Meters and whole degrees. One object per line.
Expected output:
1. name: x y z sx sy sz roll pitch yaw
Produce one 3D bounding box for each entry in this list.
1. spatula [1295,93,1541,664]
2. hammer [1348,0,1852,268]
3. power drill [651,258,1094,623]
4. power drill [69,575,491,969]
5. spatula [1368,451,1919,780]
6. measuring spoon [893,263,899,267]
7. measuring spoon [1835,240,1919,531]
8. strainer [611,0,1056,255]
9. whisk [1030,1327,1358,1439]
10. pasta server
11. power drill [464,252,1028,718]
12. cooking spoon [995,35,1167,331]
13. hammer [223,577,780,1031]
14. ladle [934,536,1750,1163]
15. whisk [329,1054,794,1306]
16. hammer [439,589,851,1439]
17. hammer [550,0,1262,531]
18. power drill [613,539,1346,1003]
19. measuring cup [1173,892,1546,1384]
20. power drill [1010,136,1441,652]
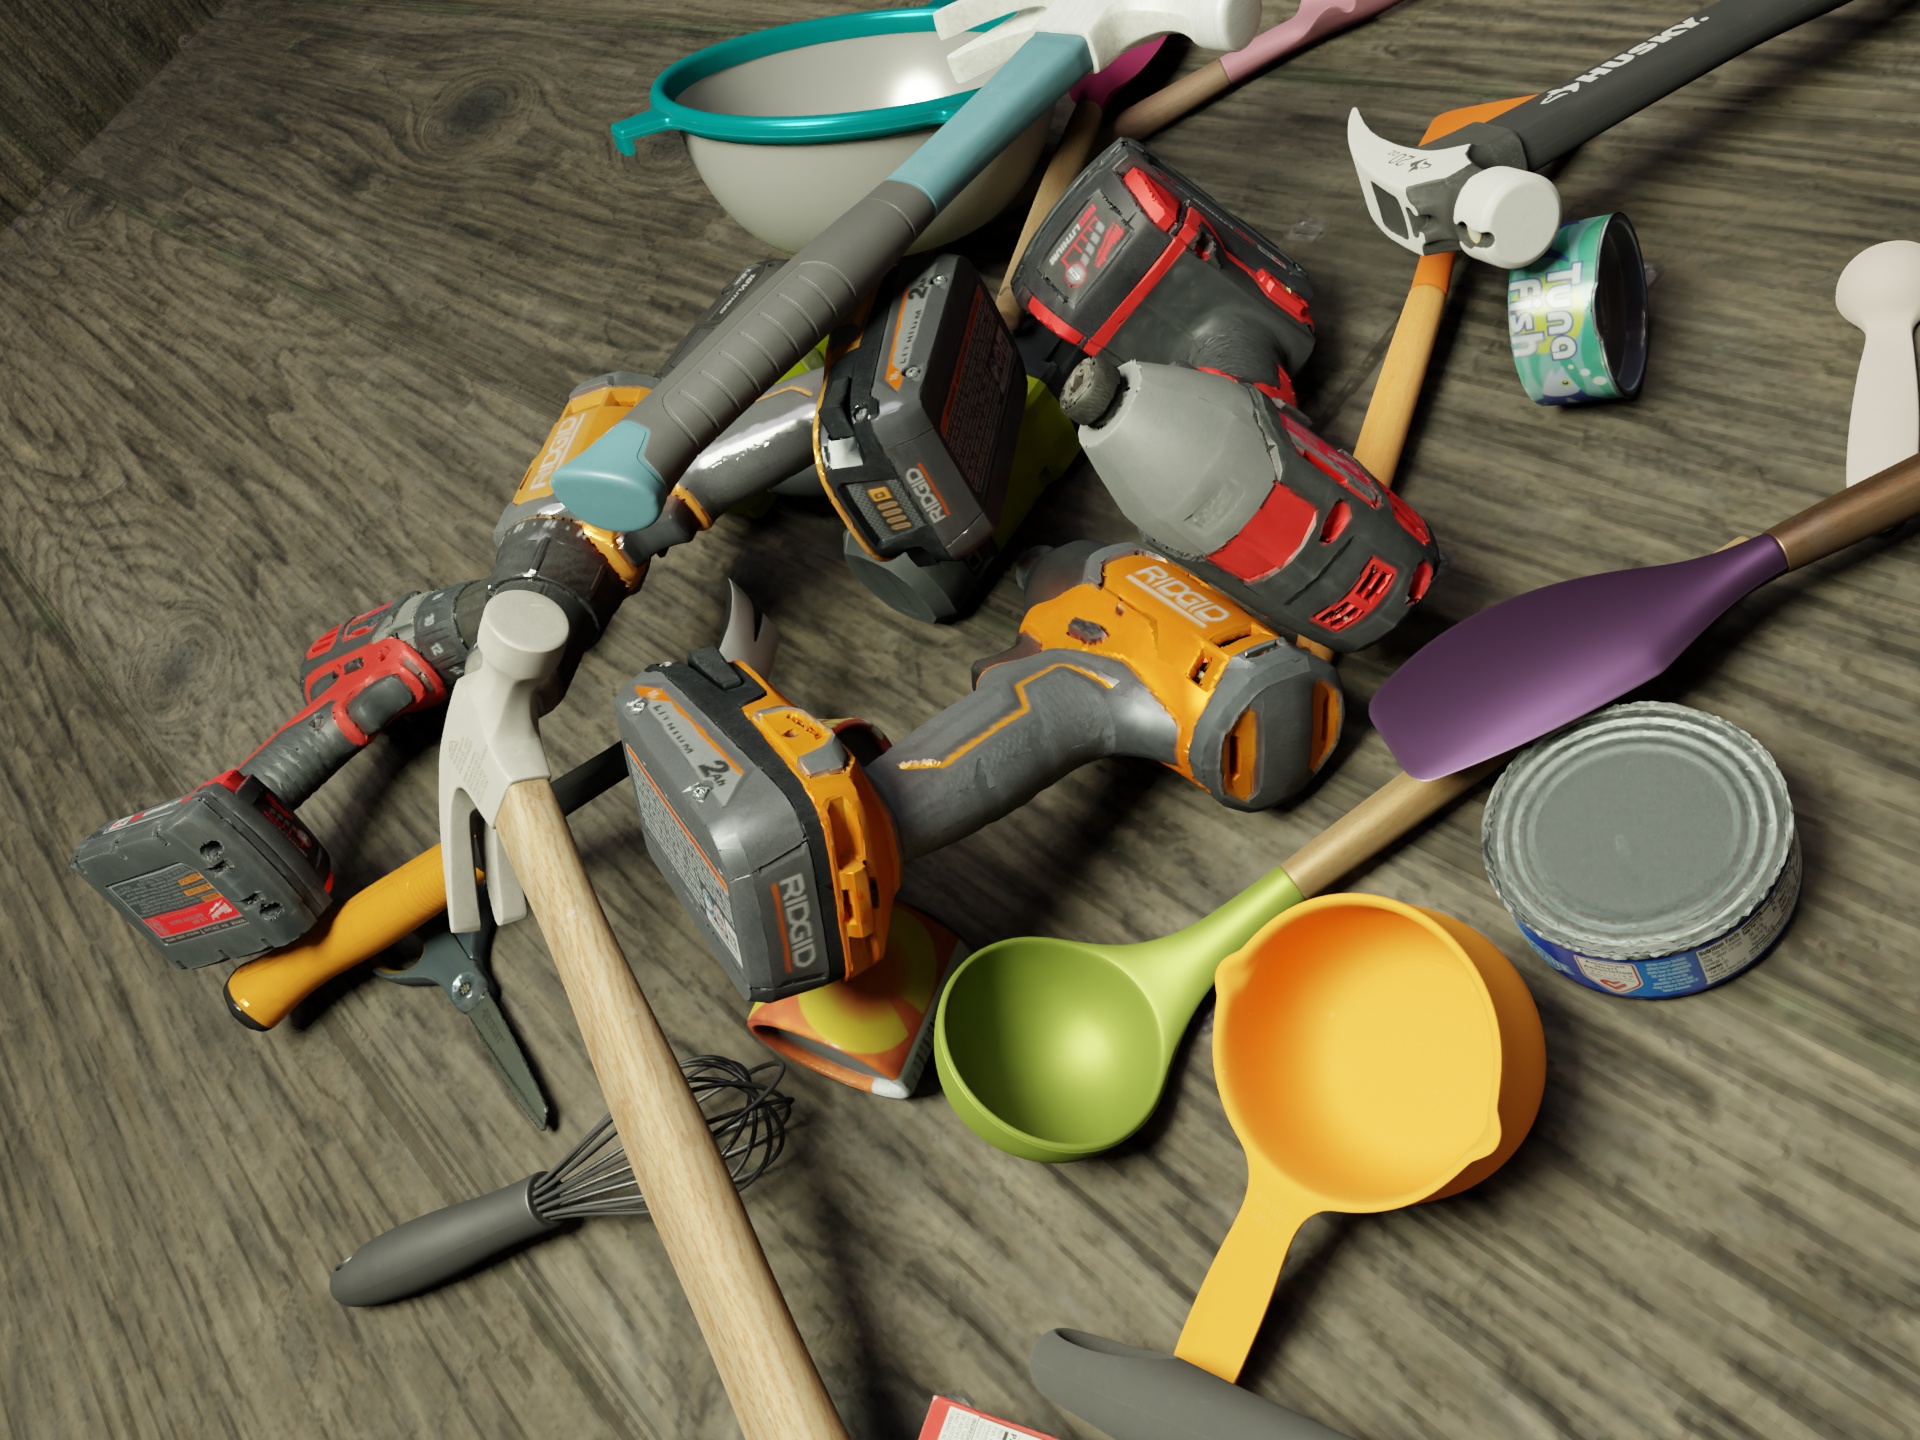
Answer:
1. spatula: 0.186 -0.146 0.643 0.081 0.041 0.323 6 65 39
2. hammer: 0.305 -0.272 0.604 0.335 0.035 0.146 -28 30 -1
3. power drill: -0.042 -0.151 0.772 0.223 0.080 0.171 23 73 40
4. power drill: -0.305 0.009 0.796 0.188 0.080 0.227 -16 31 34
5. spatula: 0.276 -0.065 0.494 0.316 0.018 0.060 -26 41 8
6. measuring spoon: -0.037 -0.247 0.885 0.021 0.011 0.117 -48 44 -6
7. measuring spoon: 0.310 -0.116 0.532 0.034 0.018 0.124 -1 58 35
8. strainer: -0.025 -0.324 0.853 0.211 0.095 0.341 5 36 17
9. whisk: 0.136 0.201 0.378 0.296 0.073 0.073 6 61 40
10. pasta server: 0.110 -0.330 0.827 0.316 0.040 0.060 -24 36 20
11. power drill: -0.096 -0.090 0.650 0.226 0.084 0.185 -12 44 25
12. cooking spoon: 0.059 -0.293 0.799 0.069 0.017 0.319 -17 40 35
13. hammer: -0.218 0.056 0.718 0.337 0.034 0.127 -30 27 25
14. ladle: 0.129 0.035 0.519 0.320 0.062 0.078 -36 65 2
15. whisk: -0.161 0.184 0.619 0.239 0.055 0.055 -27 45 22
16. hammer: -0.110 0.118 0.535 0.332 0.031 0.130 58 136 28
17. hammer: -0.028 -0.191 0.611 0.128 0.033 0.331 26 66 38
18. power drill: -0.001 -0.002 0.571 0.226 0.084 0.164 -20 36 -21
19. measuring cup: 0.108 0.134 0.469 0.095 0.052 0.173 30 102 40
20. power drill: 0.087 -0.126 0.591 0.078 0.143 0.220 -48 28 28
